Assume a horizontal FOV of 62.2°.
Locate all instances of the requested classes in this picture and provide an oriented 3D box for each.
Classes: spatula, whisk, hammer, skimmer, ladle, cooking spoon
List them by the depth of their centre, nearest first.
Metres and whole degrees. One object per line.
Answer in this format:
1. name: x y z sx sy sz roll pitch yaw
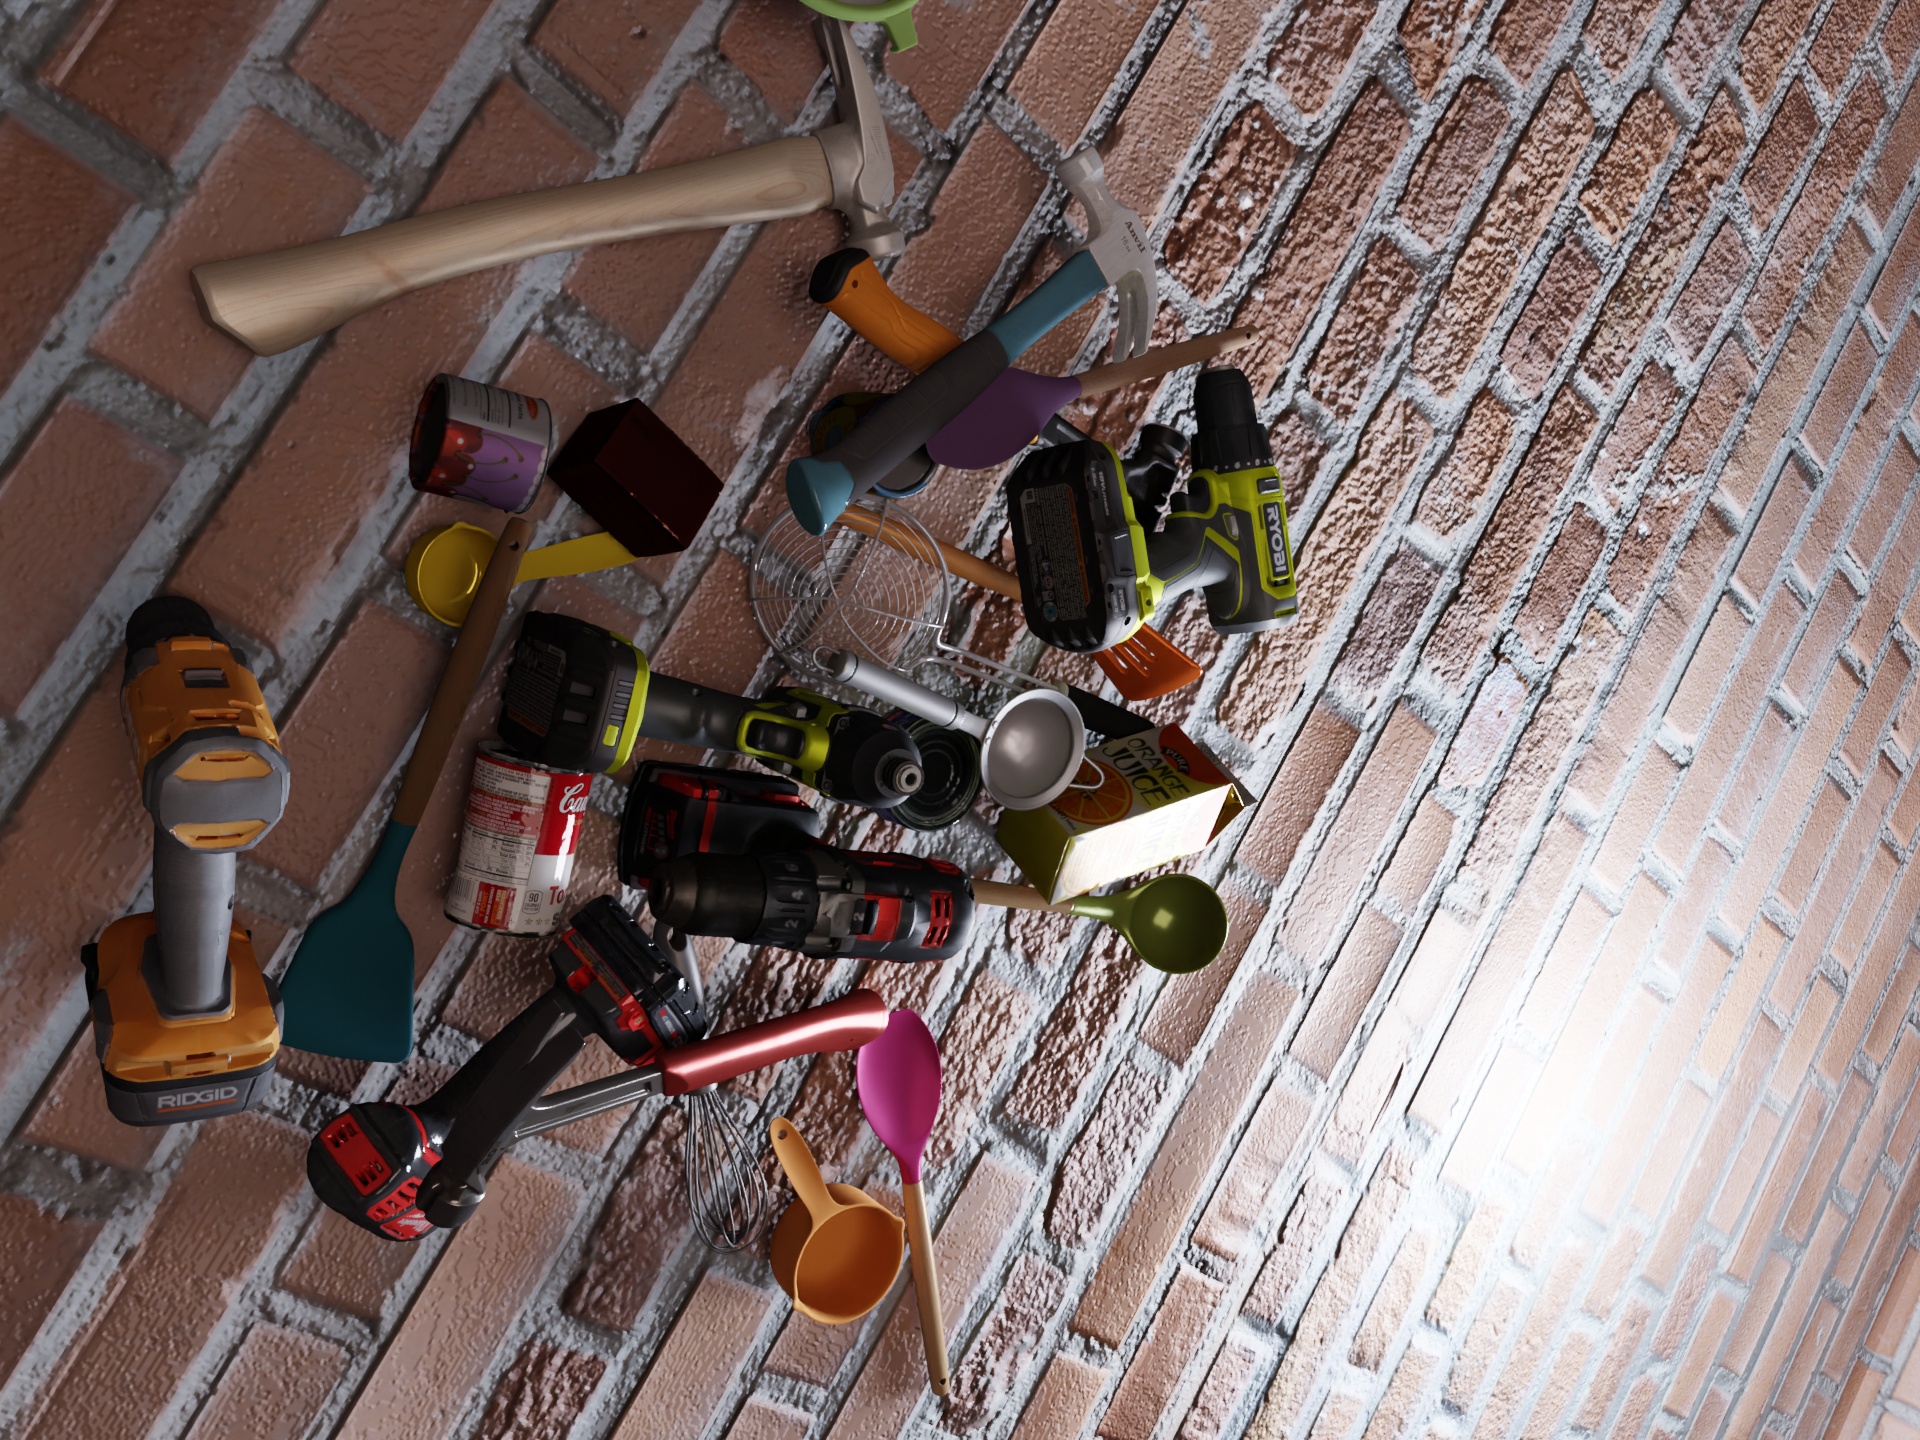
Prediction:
1. spatula: -0.298 0.037 0.887 0.082 0.044 0.317 19 99 -28
2. hammer: -0.219 -0.292 0.894 0.410 0.038 0.146 -23 111 -28
3. hammer: -0.149 0.198 0.947 0.149 0.037 0.359 -52 157 21
4. hammer: 0.011 -0.224 0.984 0.331 0.033 0.128 -44 112 -28
5. whisk: -0.166 0.237 1.035 0.055 0.055 0.239 -17 104 -31
6. hammer: 0.027 -0.204 1.057 0.336 0.034 0.127 26 83 -42
7. spatula: 0.096 -0.229 1.076 0.316 0.018 0.059 -25 110 -34
8. spatula: 0.028 -0.088 1.098 0.322 0.081 0.041 21 63 -31
9. skimmer: 0.015 -0.050 1.102 0.363 0.090 0.127 20 114 -46
10. ladle: 0.065 0.135 1.166 0.320 0.062 0.078 12 93 -33
11. cooking spoon: -0.033 0.359 1.168 0.068 0.017 0.318 -16 108 -30

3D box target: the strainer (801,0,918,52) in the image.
1. strainer: -0.123 -0.491 0.898 0.256 0.069 0.151 12 92 -33

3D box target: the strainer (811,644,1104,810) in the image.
1. strainer: -0.002 -0.003 1.037 0.258 0.050 0.087 24 90 -42

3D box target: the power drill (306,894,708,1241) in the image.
1. power drill: -0.260 0.213 0.925 0.220 0.079 0.143 -39 158 -19

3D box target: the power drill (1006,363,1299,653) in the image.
1. power drill: 0.141 -0.144 1.095 0.228 0.080 0.190 -15 98 -41

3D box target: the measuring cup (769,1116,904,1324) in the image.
1. measuring cup: -0.104 0.332 1.095 0.095 0.052 0.173 -33 115 -25

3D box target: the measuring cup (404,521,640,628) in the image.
1. measuring cup: -0.249 -0.094 0.927 0.156 0.029 0.062 -18 113 -43

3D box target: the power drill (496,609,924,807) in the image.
1. power drill: -0.140 0.002 0.930 0.223 0.171 0.080 13 93 -32

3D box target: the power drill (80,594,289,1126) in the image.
1. power drill: -0.388 0.061 0.793 0.084 0.186 0.226 -2 120 -34

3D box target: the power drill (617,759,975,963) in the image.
1. power drill: -0.123 0.084 0.920 0.187 0.227 0.080 9 95 -36
